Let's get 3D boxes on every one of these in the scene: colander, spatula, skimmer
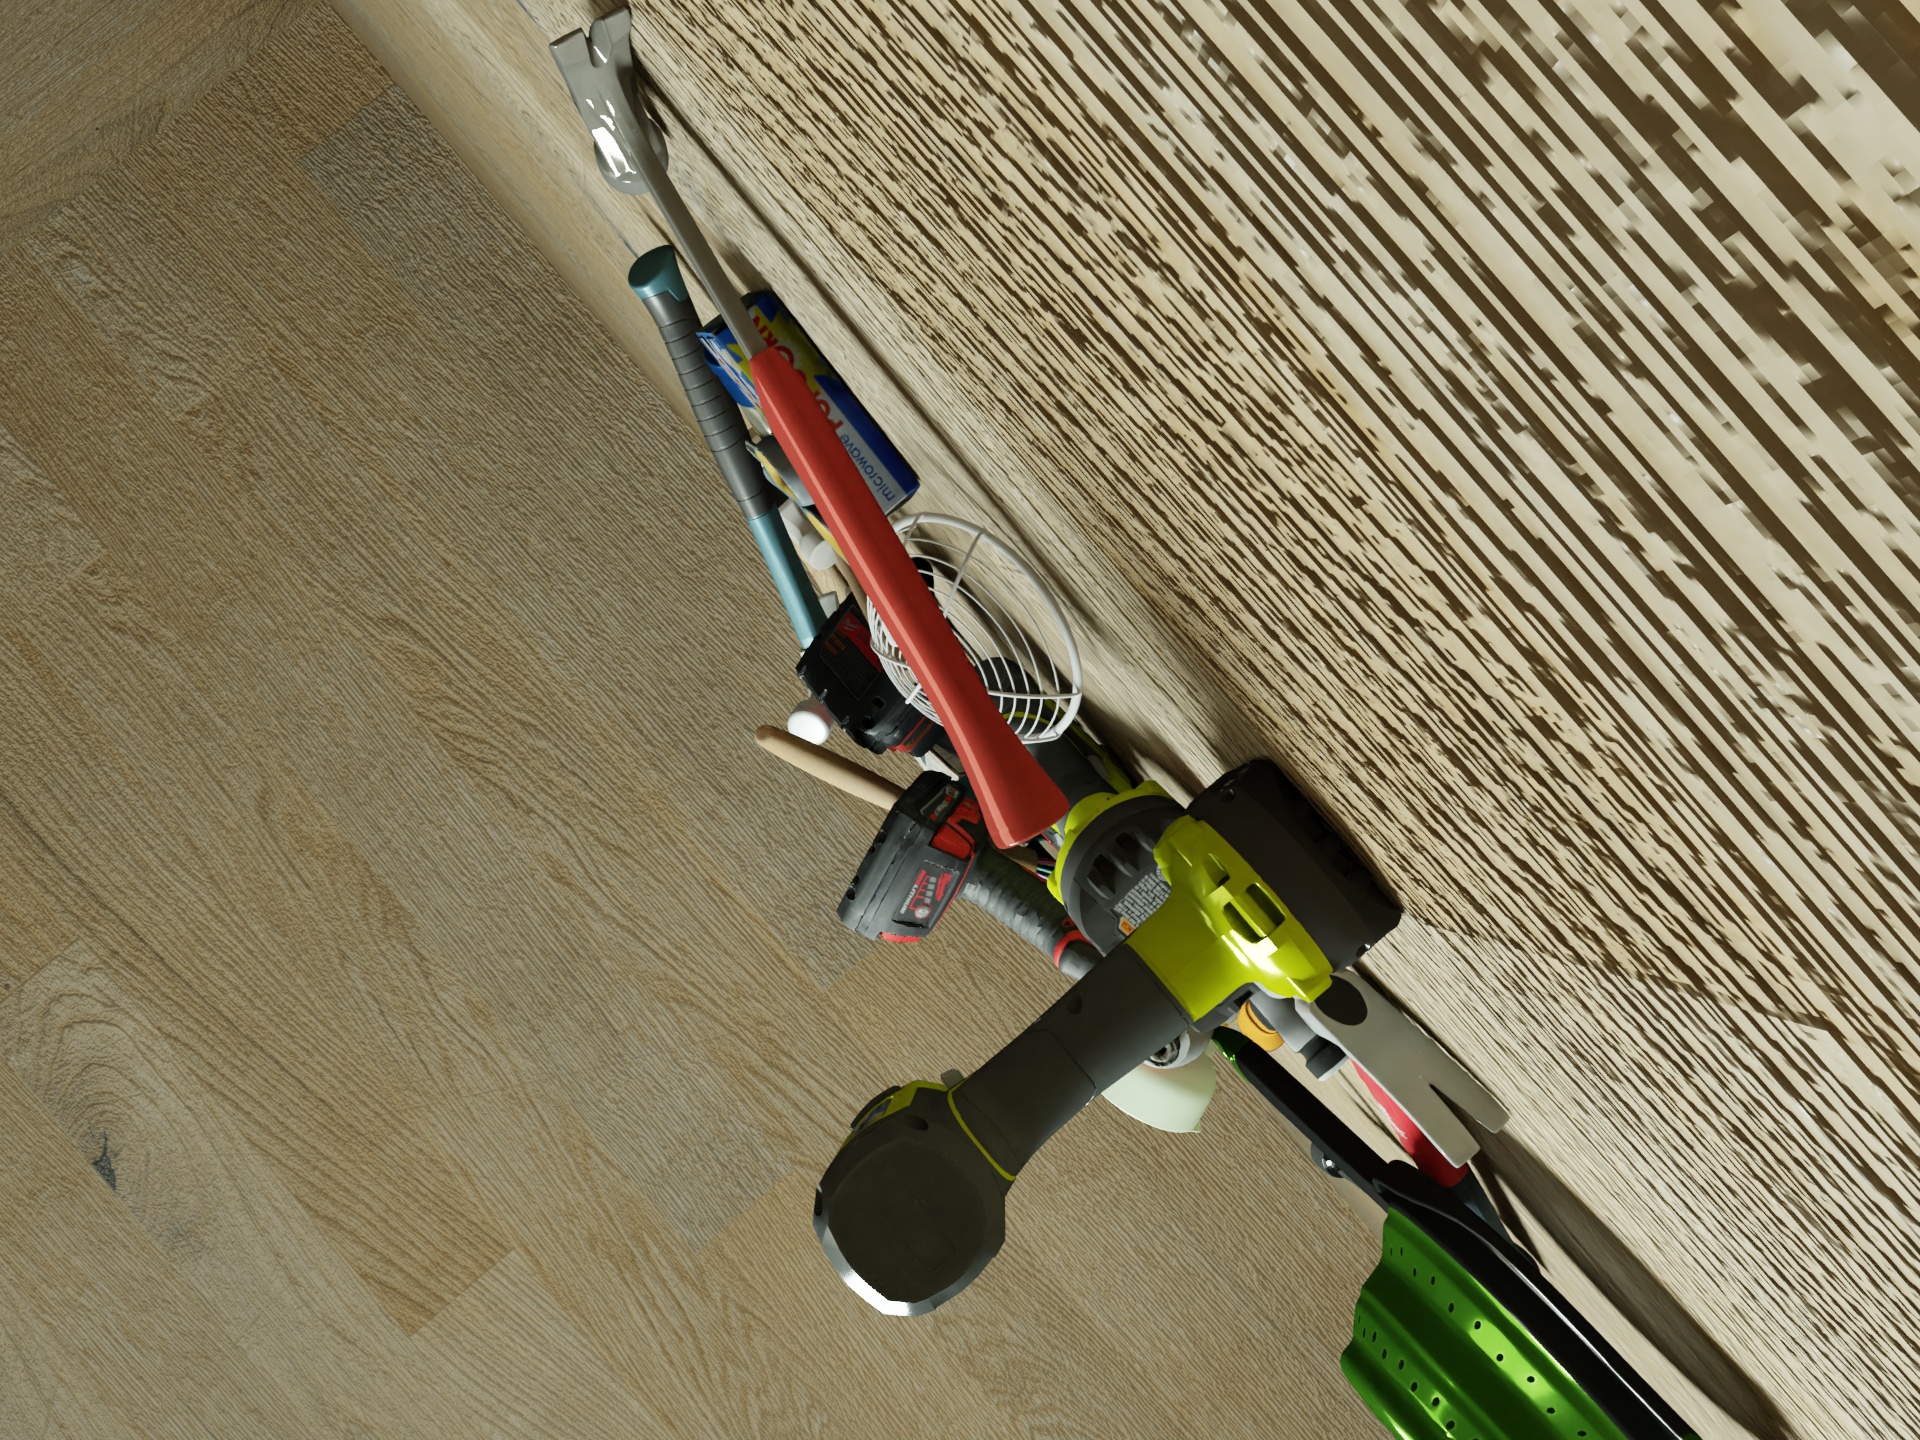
[{"bbox_3d":[0.216,0.287,0.818,0.204,0.094,0.397,51,174,-31],"label":"colander"},{"bbox_3d":[-0.082,-0.129,1.030,0.059,0.018,0.316,56,-175,-47],"label":"spatula"},{"bbox_3d":[0.001,-0.071,0.882,0.127,0.090,0.363,57,-174,-12],"label":"skimmer"},{"bbox_3d":[-0.039,0.039,1.018,0.082,0.044,0.317,39,-176,29],"label":"spatula"}]

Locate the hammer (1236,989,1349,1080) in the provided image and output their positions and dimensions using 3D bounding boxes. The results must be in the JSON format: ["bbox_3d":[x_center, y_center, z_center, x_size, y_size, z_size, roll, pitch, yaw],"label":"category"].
[{"bbox_3d":[0.215,0.205,1.148,0.127,0.034,0.336,48,177,15],"label":"hammer"}]

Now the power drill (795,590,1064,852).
[{"bbox_3d":[-0.002,-0.003,1.086,0.226,0.080,0.188,34,-172,-37],"label":"power drill"}]

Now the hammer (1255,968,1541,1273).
[{"bbox_3d":[0.265,0.245,0.840,0.143,0.038,0.385,45,175,47],"label":"hammer"}]

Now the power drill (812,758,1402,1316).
[{"bbox_3d":[0.046,0.121,0.614,0.080,0.228,0.190,50,177,6],"label":"power drill"}]

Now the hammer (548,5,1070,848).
[{"bbox_3d":[-0.056,-0.107,0.654,0.359,0.036,0.149,60,176,-6],"label":"hammer"}]

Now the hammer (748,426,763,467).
[{"bbox_3d":[-0.061,-0.103,1.413,0.410,0.038,0.146,52,178,-31],"label":"hammer"}]

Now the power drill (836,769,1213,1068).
[{"bbox_3d":[0.048,0.123,0.914,0.219,0.078,0.143,29,-165,3],"label":"power drill"}]

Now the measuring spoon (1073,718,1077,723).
[{"bbox_3d":[0.107,0.048,1.016,0.128,0.021,0.042,60,179,-17],"label":"measuring spoon"}]

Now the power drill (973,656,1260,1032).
[{"bbox_3d":[0.087,0.065,0.865,0.171,0.080,0.223,43,-175,-27],"label":"power drill"}]

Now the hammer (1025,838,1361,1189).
[{"bbox_3d":[0.182,0.224,1.140,0.408,0.036,0.149,43,175,-17],"label":"hammer"}]

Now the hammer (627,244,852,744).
[{"bbox_3d":[-0.140,-0.153,1.065,0.128,0.033,0.330,-64,-42,-56],"label":"hammer"}]

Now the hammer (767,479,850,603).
[{"bbox_3d":[-0.101,-0.104,1.332,0.130,0.031,0.331,46,174,27],"label":"hammer"}]

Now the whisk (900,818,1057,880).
[{"bbox_3d":[0.065,0.104,1.037,0.244,0.047,0.051,17,-175,-22],"label":"whisk"}]

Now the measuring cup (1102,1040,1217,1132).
[{"bbox_3d":[0.137,0.203,0.988,0.083,0.038,0.167,32,-162,22],"label":"measuring cup"}]

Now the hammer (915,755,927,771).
[{"bbox_3d":[0.041,0.058,1.379,0.146,0.035,0.335,53,166,-24],"label":"hammer"}]
